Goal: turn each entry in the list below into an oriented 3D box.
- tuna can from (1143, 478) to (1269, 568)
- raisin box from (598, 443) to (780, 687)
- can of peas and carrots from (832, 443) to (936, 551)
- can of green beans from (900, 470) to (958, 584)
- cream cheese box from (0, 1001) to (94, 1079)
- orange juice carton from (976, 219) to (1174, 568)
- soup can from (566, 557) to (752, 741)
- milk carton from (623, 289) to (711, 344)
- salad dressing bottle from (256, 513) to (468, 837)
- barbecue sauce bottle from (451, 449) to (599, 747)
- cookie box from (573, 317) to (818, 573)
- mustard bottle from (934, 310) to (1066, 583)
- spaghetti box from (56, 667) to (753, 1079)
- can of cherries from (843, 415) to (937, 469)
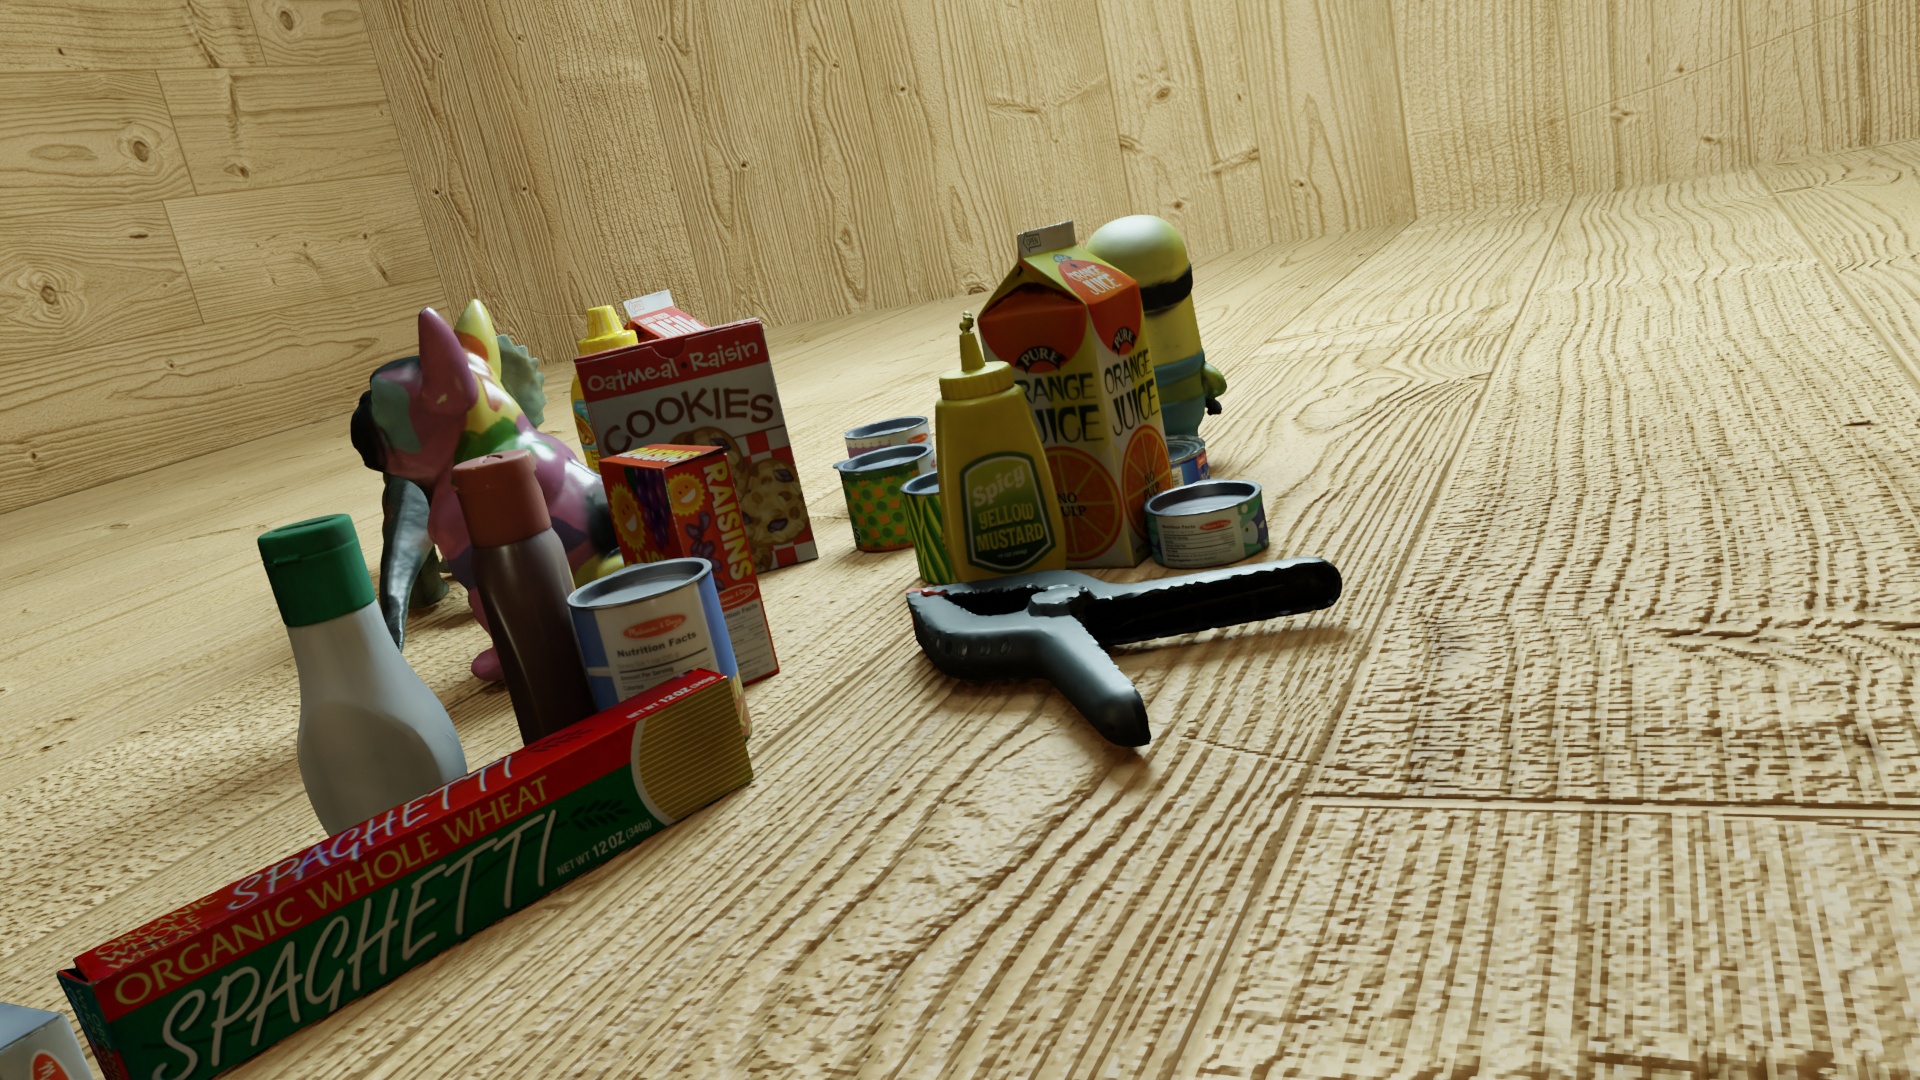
[{"bbox_3d":[0.138,-0.010,0.778,0.071,0.032,0.071,-11,14,3],"label":"tuna can"},{"bbox_3d":[-0.144,0.013,0.735,0.040,0.123,0.086,-21,17,-32],"label":"raisin box"},{"bbox_3d":[-0.048,-0.029,0.946,0.071,0.058,0.071,-11,14,3],"label":"can of peas and carrots"},{"bbox_3d":[0.002,-0.011,0.839,0.071,0.057,0.071,-11,14,3],"label":"can of green beans"},{"bbox_3d":[-0.299,0.166,0.417,0.103,0.053,0.024,-4,16,29],"label":"cream cheese box"},{"bbox_3d":[0.067,-0.085,0.800,0.073,0.192,0.072,-3,17,33],"label":"orange juice carton"},{"bbox_3d":[-0.138,0.057,0.641,0.071,0.083,0.071,-11,14,3],"label":"soup can"},{"bbox_3d":[-0.217,-0.095,1.069,0.073,0.190,0.072,-7,15,18],"label":"milk carton"},{"bbox_3d":[-0.251,0.063,0.580,0.064,0.147,0.044,-10,14,7],"label":"salad dressing bottle"},{"bbox_3d":[-0.202,0.033,0.656,0.044,0.148,0.065,-17,15,-20],"label":"barbecue sauce bottle"},{"bbox_3d":[-0.175,-0.055,0.929,0.123,0.167,0.040,-15,14,-10],"label":"cookie box"},{"bbox_3d":[0.015,-0.043,0.747,0.065,0.159,0.049,-13,14,-5],"label":"mustard bottle"},{"bbox_3d":[-0.186,0.118,0.515,0.028,0.050,0.251,2,20,45],"label":"spaghetti box"},{"bbox_3d":[-0.053,-0.060,1.070,0.071,0.058,0.072,-11,14,3],"label":"can of cherries"}]
